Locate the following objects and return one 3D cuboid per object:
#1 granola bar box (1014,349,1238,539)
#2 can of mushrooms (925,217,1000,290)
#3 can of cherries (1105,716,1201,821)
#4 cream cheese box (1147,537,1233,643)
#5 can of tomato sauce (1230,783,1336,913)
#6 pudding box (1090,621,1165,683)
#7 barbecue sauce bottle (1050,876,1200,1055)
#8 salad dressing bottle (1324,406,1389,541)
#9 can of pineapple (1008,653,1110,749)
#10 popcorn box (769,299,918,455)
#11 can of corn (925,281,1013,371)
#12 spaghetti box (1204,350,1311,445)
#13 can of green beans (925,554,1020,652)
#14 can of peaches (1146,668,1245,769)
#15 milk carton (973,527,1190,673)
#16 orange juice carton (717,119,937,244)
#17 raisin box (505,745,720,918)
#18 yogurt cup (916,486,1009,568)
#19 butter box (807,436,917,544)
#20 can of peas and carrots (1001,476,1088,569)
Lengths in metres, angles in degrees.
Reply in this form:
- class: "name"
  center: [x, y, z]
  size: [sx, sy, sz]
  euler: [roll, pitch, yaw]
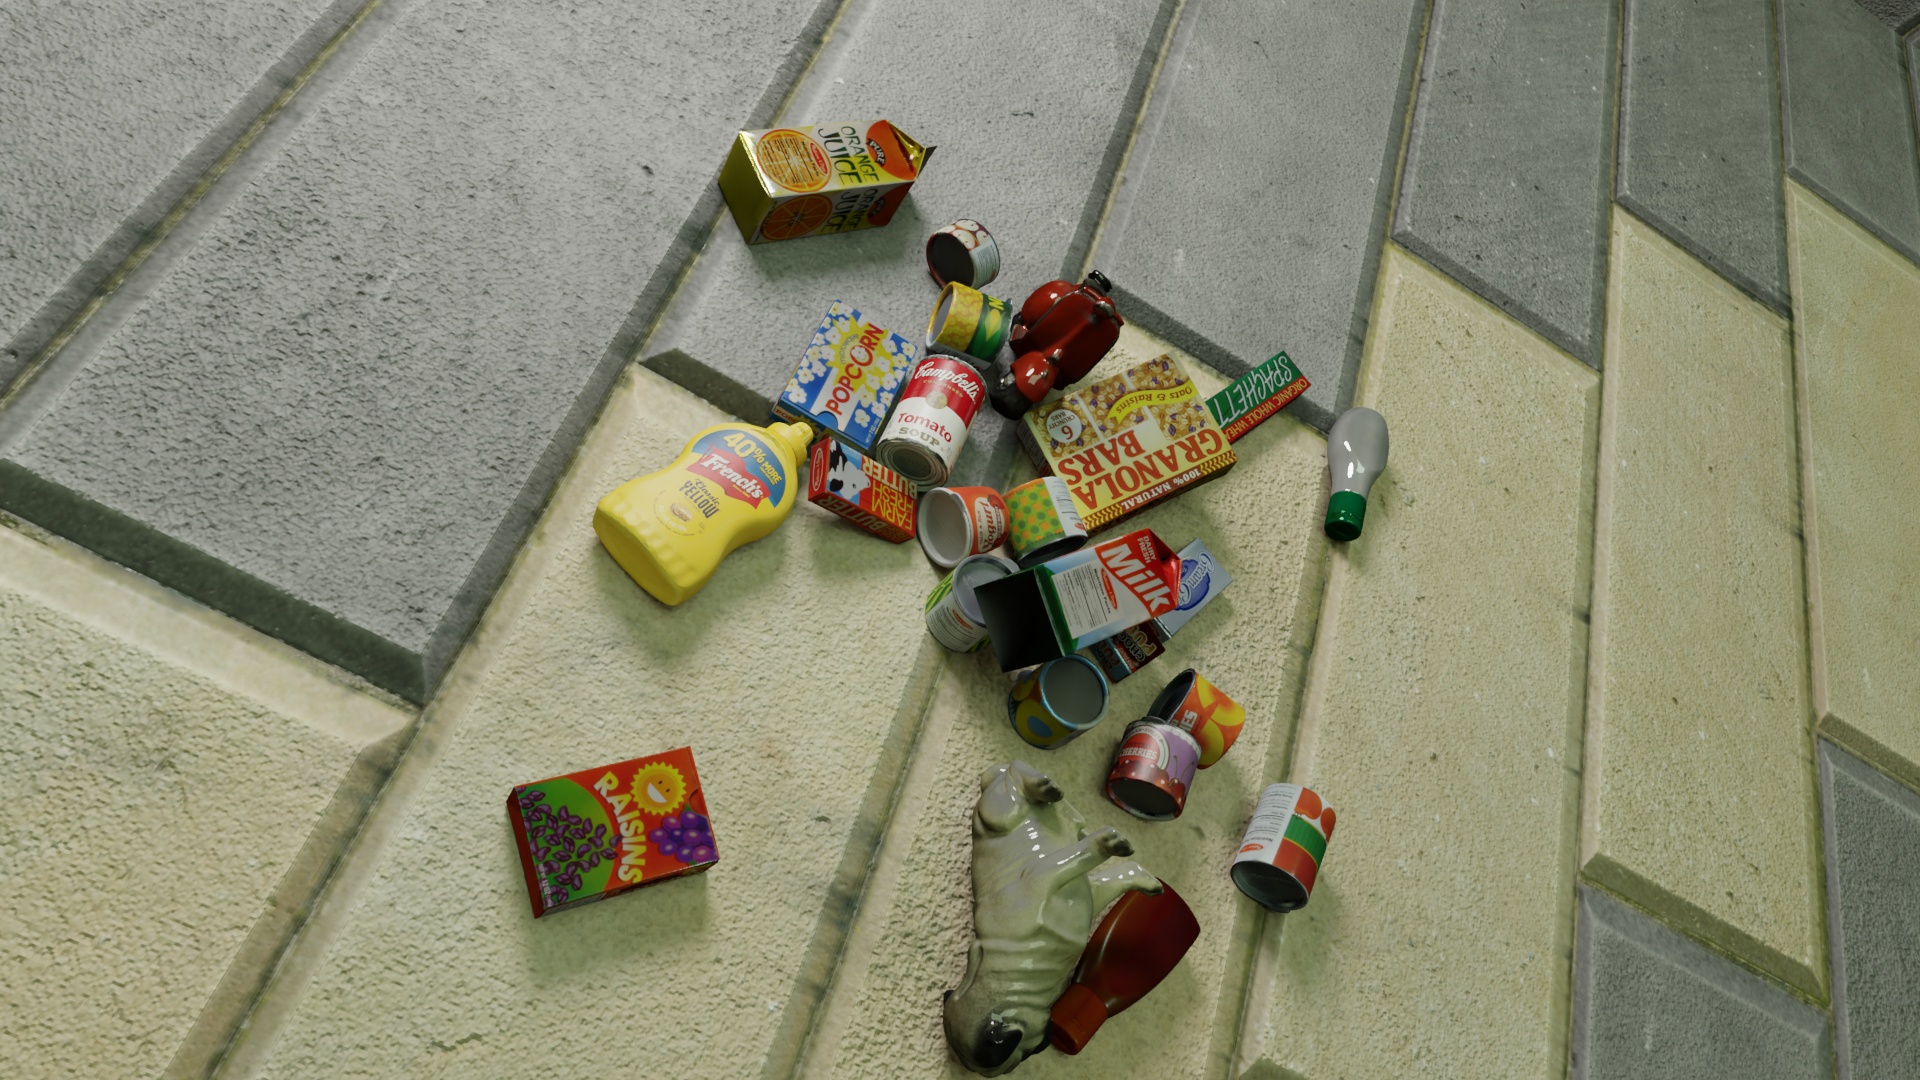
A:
- class: "granola bar box"
  center: [0.151, -0.087, 1.268]
  size: [0.166, 0.039, 0.124]
  euler: [-24, 77, -18]
- class: "can of mushrooms"
  center: [0.000, -0.264, 1.292]
  size: [0.033, 0.070, 0.071]
  euler: [-36, 85, -34]
- class: "can of cherries"
  center: [0.157, 0.187, 1.138]
  size: [0.071, 0.071, 0.059]
  euler: [33, 56, -9]
- class: "cream cheese box"
  center: [0.198, 0.045, 1.259]
  size: [0.104, 0.024, 0.053]
  euler: [-36, 85, -36]
- class: "can of tomato sauce"
  center: [0.272, 0.257, 1.164]
  size: [0.071, 0.071, 0.083]
  euler: [38, 54, -6]
- class: "pudding box"
  center: [0.133, 0.076, 1.206]
  size: [0.050, 0.030, 0.084]
  euler: [-27, 79, -34]
- class: "barbecue sauce bottle"
  center: [0.120, 0.327, 1.062]
  size: [0.065, 0.043, 0.149]
  euler: [49, 55, 3]
- class: "salad dressing bottle"
  center: [0.399, -0.068, 1.410]
  size: [0.064, 0.043, 0.148]
  euler: [30, 56, -14]
- class: "can of pineapple"
  center: [0.079, 0.130, 1.134]
  size: [0.071, 0.057, 0.071]
  euler: [12, 61, -22]
- class: "popcorn box"
  center: [-0.099, -0.136, 1.191]
  size: [0.085, 0.038, 0.127]
  euler: [31, 55, -12]
- class: "can of corn"
  center: [0.008, -0.197, 1.259]
  size: [0.058, 0.071, 0.071]
  euler: [19, 58, -17]
- class: "spaghetti box"
  center: [0.260, -0.119, 1.373]
  size: [0.251, 0.028, 0.050]
  euler: [-33, 83, -35]
- class: "can of green beans"
  center: [0.012, 0.052, 1.139]
  size: [0.071, 0.057, 0.071]
  euler: [12, 61, -22]
- class: "can of peaches"
  center: [0.199, 0.153, 1.178]
  size: [0.058, 0.071, 0.071]
  euler: [38, 54, -7]
- class: "milk carton"
  center: [0.107, 0.042, 1.127]
  size: [0.191, 0.072, 0.073]
  euler: [-17, 88, -44]
- class: "orange juice carton"
  center: [-0.113, -0.330, 1.263]
  size: [0.193, 0.071, 0.073]
  euler: [-16, 74, -32]
- class: "raisin box"
  center: [-0.236, 0.197, 0.948]
  size: [0.124, 0.040, 0.086]
  euler: [-9, 69, -31]
- class: "yogurt cup"
  center: [0.004, -0.015, 1.167]
  size: [0.054, 0.072, 0.072]
  euler: [-13, 72, -40]
- class: "butter box"
  center: [-0.078, -0.040, 1.139]
  size: [0.103, 0.024, 0.053]
  euler: [28, 52, -40]
- class: "can of peas and carrots"
  center: [0.067, -0.014, 1.199]
  size: [0.071, 0.070, 0.059]
  euler: [-11, 71, -31]
